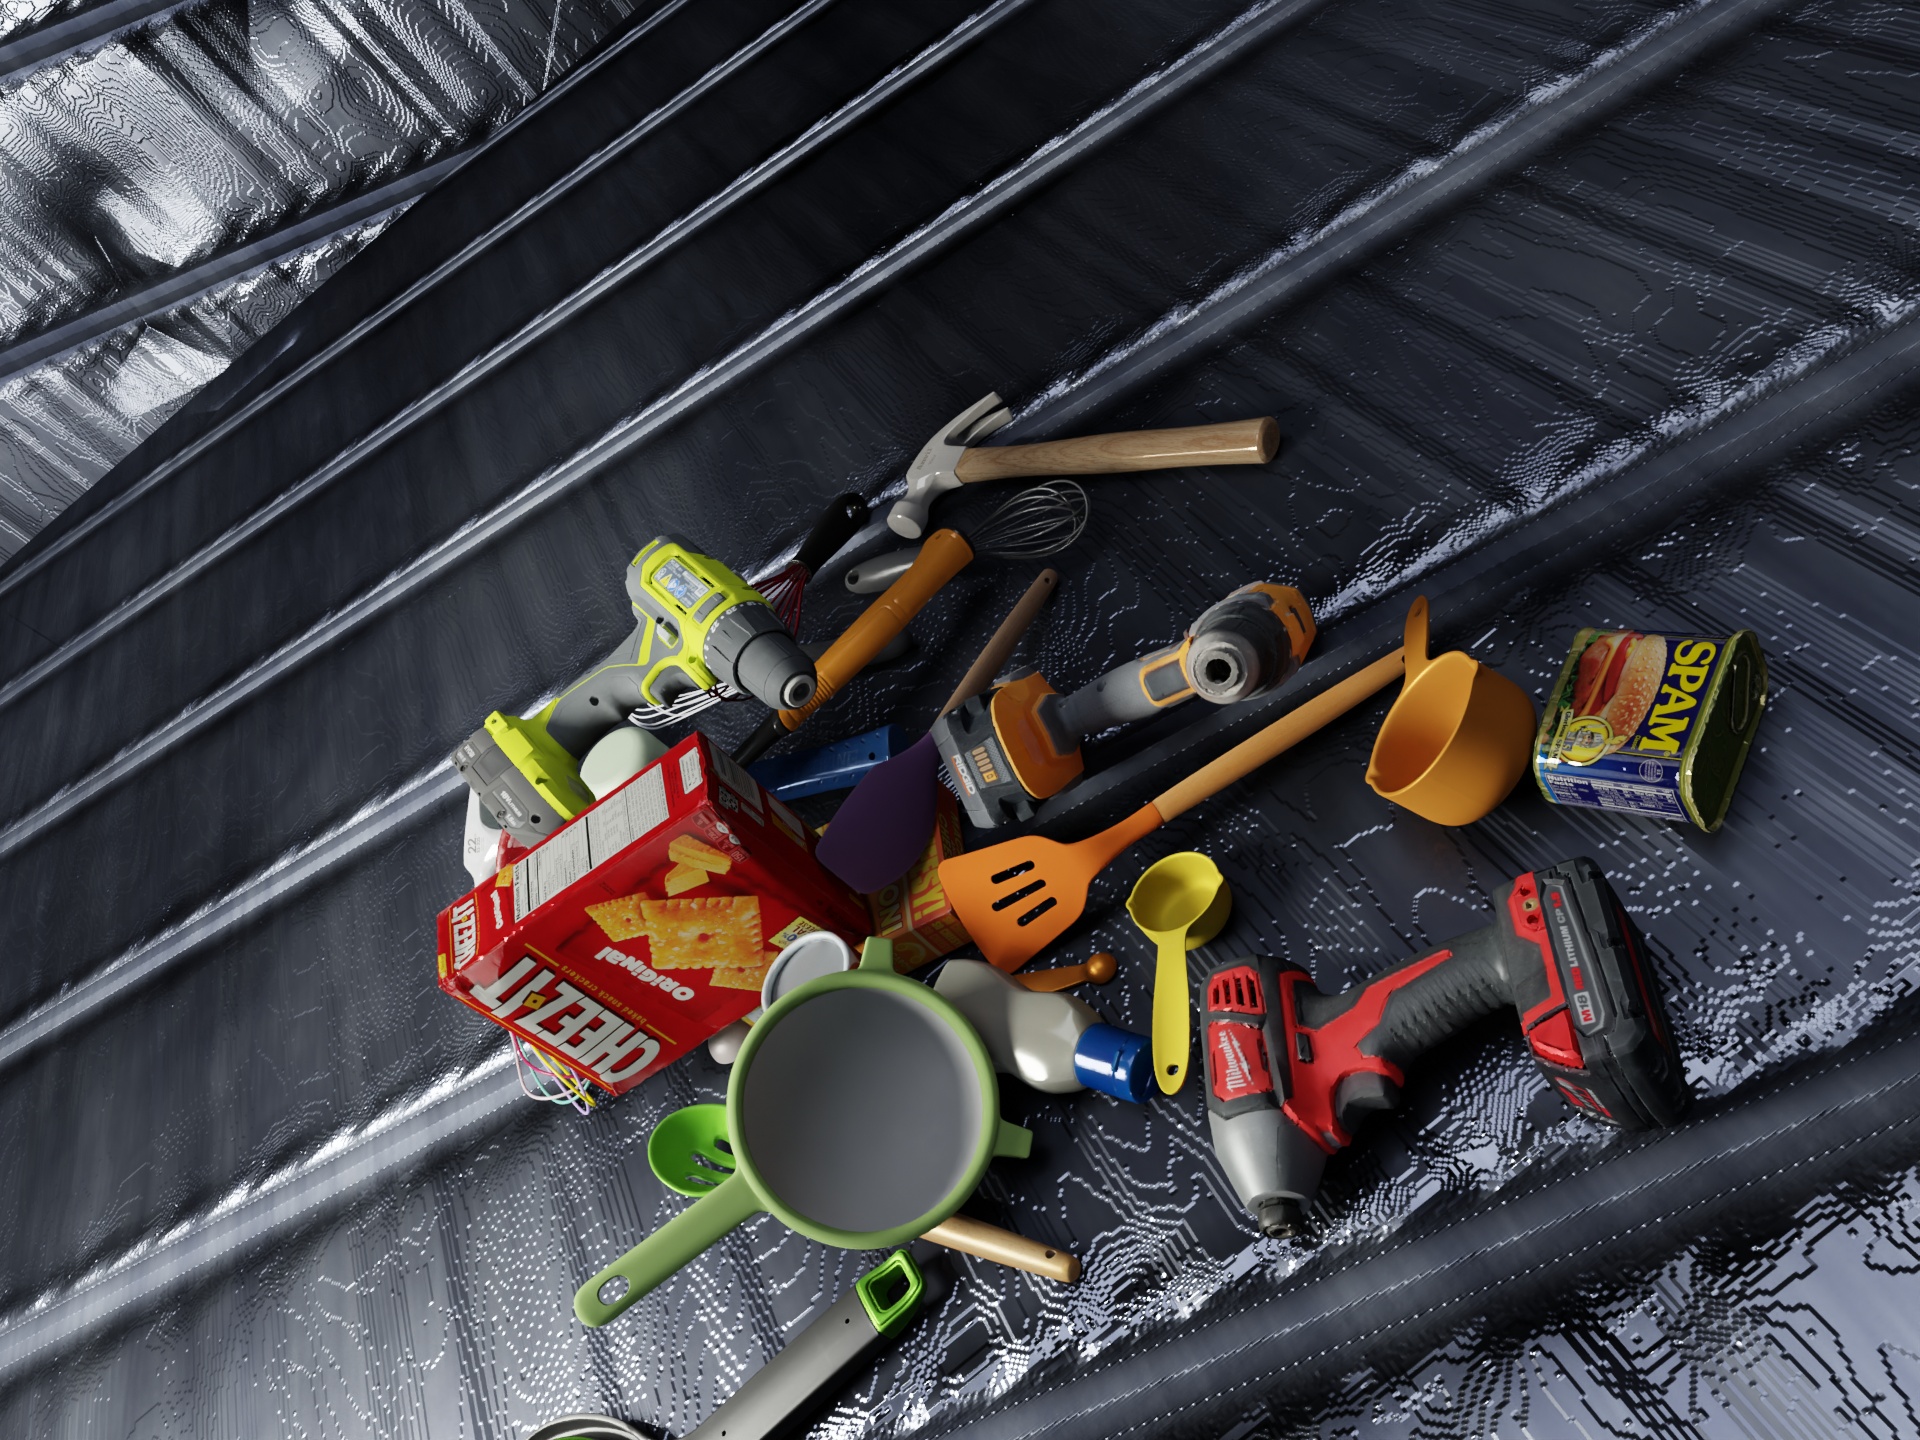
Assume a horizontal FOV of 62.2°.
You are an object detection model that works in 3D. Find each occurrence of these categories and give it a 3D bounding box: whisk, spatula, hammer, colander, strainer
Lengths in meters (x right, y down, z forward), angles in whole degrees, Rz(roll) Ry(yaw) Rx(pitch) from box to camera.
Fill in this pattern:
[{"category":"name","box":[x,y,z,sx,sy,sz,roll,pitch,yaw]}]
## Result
[{"category":"whisk","box":[0.001,-0.134,1.223,0.239,0.055,0.055,-13,48,36]},{"category":"spatula","box":[-0.002,-0.003,1.074,0.018,0.059,0.316,-44,10,51]},{"category":"whisk","box":[-0.162,-0.041,1.270,0.284,0.070,0.070,-9,50,27]},{"category":"hammer","box":[-0.221,0.059,1.211,0.405,0.035,0.144,-14,75,25]},{"category":"hammer","box":[-0.104,-0.020,1.124,0.337,0.034,0.127,-47,24,-19]},{"category":"colander","box":[-0.187,0.413,0.849,0.397,0.094,0.205,-42,40,0]},{"category":"spatula","box":[0.138,0.041,0.957,0.322,0.081,0.041,-32,0,1]},{"category":"hammer","box":[0.093,-0.205,1.223,0.331,0.031,0.130,2,57,40]},{"category":"whisk","box":[-0.135,-0.106,1.250,0.073,0.073,0.296,-14,28,30]},{"category":"strainer","box":[-0.098,0.249,0.880,0.256,0.069,0.151,-34,75,-18]},{"category":"whisk","box":[-0.323,0.222,1.168,0.245,0.047,0.051,23,94,52]}]

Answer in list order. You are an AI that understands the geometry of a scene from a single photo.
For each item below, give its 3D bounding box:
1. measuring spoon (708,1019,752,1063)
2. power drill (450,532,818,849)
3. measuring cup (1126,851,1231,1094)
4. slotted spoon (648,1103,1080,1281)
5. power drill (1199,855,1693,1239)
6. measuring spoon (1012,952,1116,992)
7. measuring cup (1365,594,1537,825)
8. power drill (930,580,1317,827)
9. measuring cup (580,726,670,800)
[{"category":"measuring spoon","box":[-0.154,0.177,1.093,0.034,0.018,0.124,-20,44,25]},{"category":"power drill","box":[-0.215,-0.006,1.075,0.228,0.080,0.191,-46,50,-6]},{"category":"measuring cup","box":[0.124,0.143,0.883,0.062,0.029,0.157,-19,42,27]},{"category":"slotted spoon","box":[-0.064,0.278,0.922,0.314,0.031,0.070,4,34,38]},{"category":"power drill","box":[0.220,0.161,0.764,0.219,0.078,0.143,-23,42,26]},{"category":"measuring spoon","box":[0.040,0.158,0.957,0.117,0.011,0.021,-18,45,27]},{"category":"measuring cup","box":[0.275,-0.012,0.885,0.095,0.052,0.174,-55,9,37]},{"category":"power drill","box":[0.098,-0.012,0.951,0.226,0.084,0.185,-24,2,21]},{"category":"measuring cup","box":[-0.313,0.044,1.322,0.167,0.038,0.083,-5,52,33]}]
